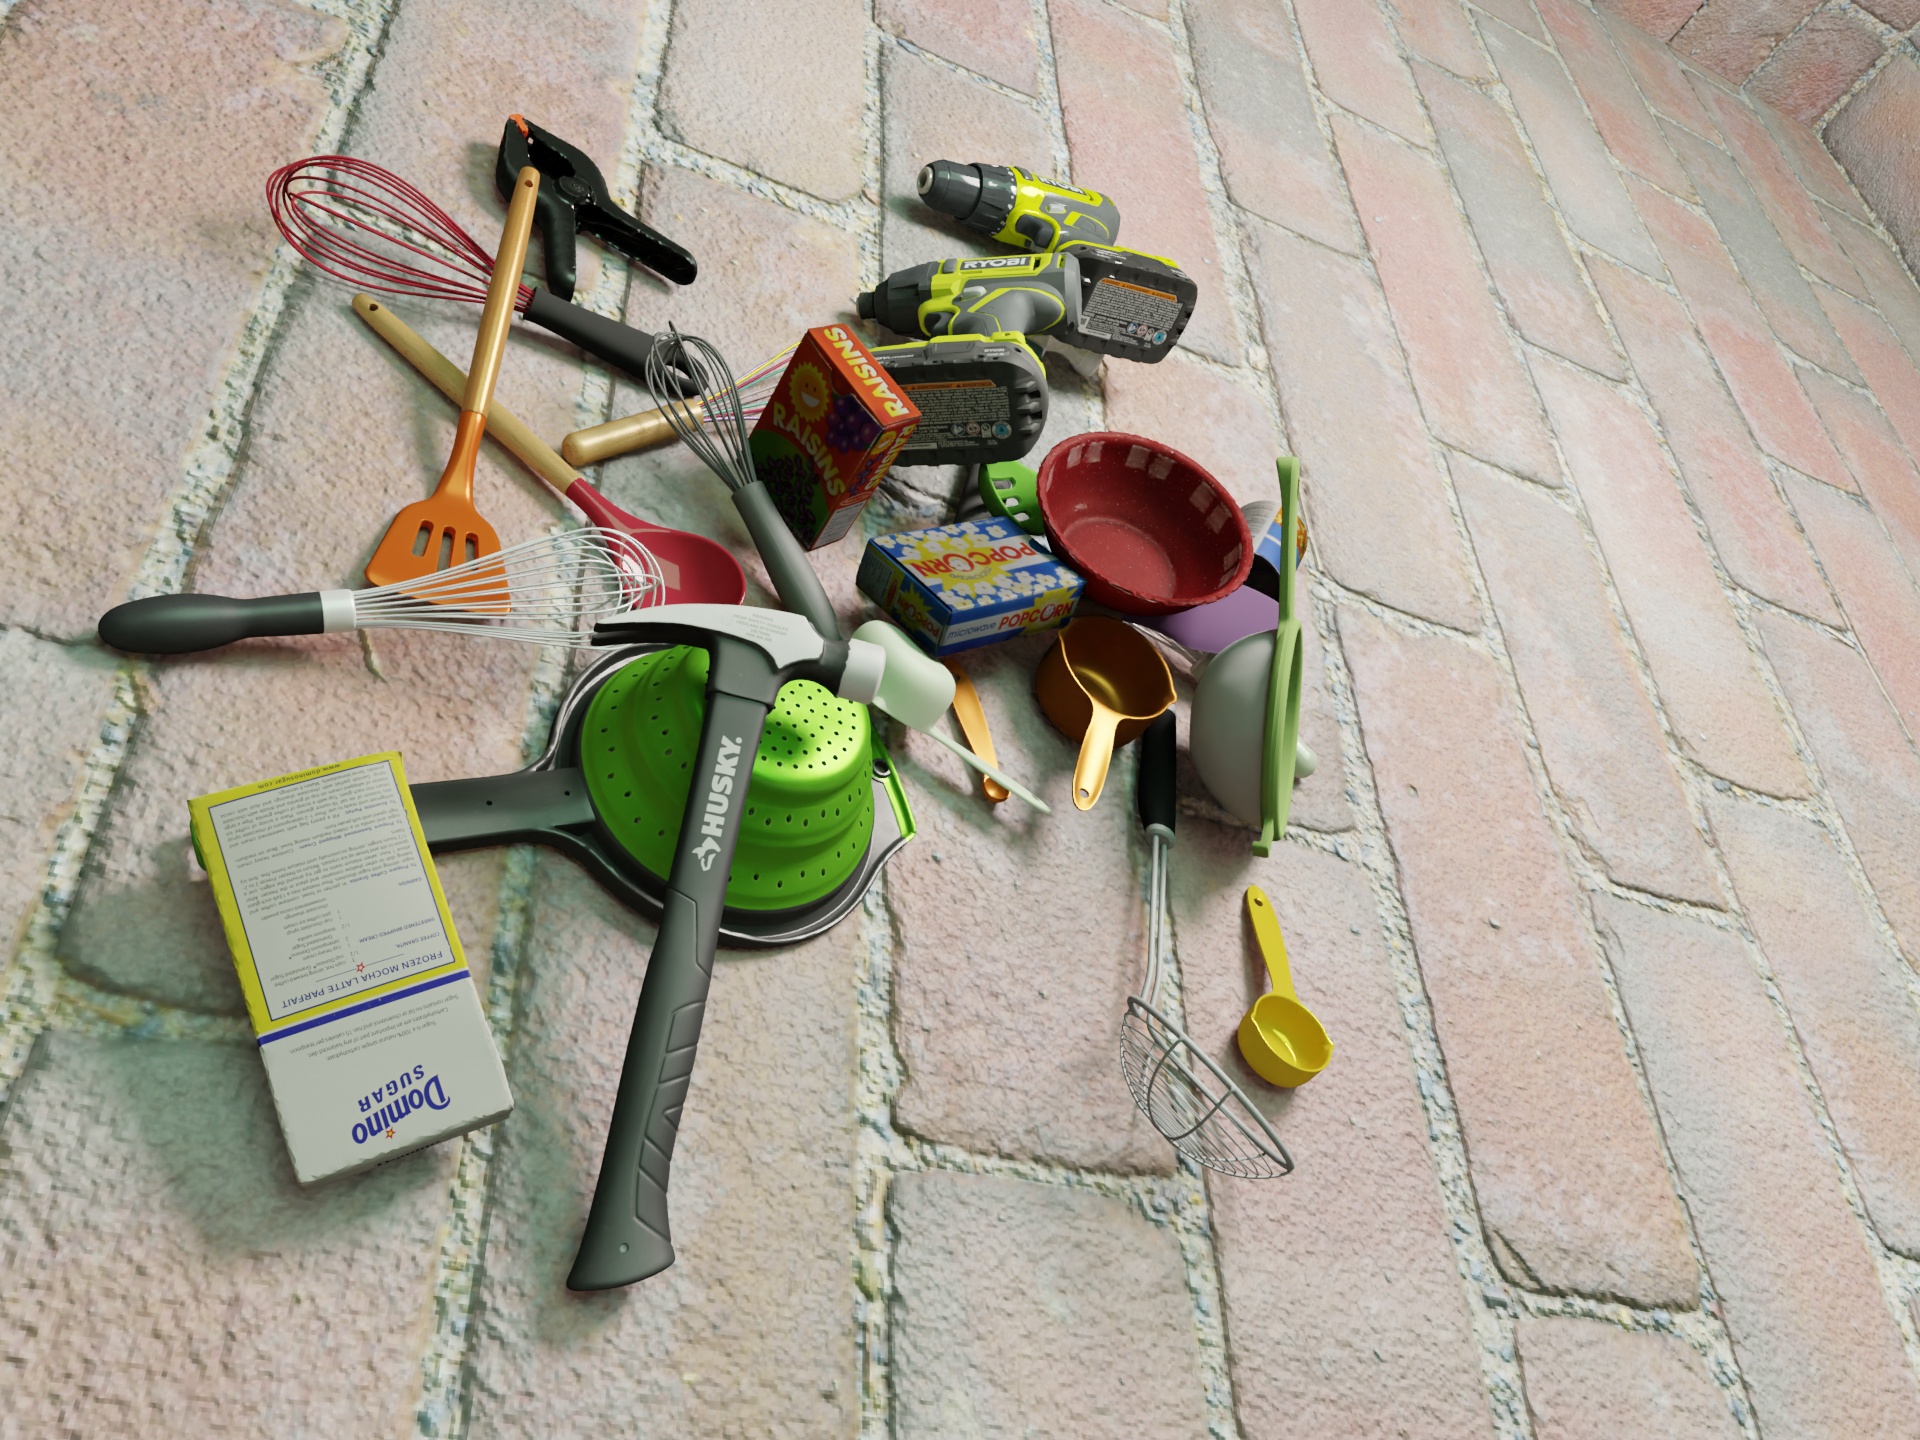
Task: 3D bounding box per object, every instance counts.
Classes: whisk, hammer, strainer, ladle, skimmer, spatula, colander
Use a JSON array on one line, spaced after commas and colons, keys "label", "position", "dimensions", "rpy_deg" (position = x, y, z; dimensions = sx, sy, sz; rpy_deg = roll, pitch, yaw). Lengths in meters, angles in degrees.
[{"label": "whisk", "position": [-0.165, -0.216, 1.075], "dimensions": [0.051, 0.047, 0.245], "rpy_deg": [39, 44, 26]}, {"label": "hammer", "position": [-0.136, 0.099, 0.762], "dimensions": [0.146, 0.035, 0.335], "rpy_deg": [14, 70, -13]}, {"label": "strainer", "position": [0.189, -0.047, 1.055], "dimensions": [0.069, 0.256, 0.151], "rpy_deg": [4, 17, 16]}, {"label": "ladle", "position": [-0.258, -0.160, 0.978], "dimensions": [0.315, 0.031, 0.069], "rpy_deg": [41, 61, 5]}, {"label": "hammer", "position": [0.034, -0.223, 1.218], "dimensions": [0.128, 0.033, 0.331], "rpy_deg": [27, 45, -13]}, {"label": "skimmer", "position": [0.150, 0.112, 0.982], "dimensions": [0.127, 0.090, 0.364], "rpy_deg": [53, 30, -36]}, {"label": "whisk", "position": [0.171, -0.050, 1.165], "dimensions": [0.059, 0.058, 0.246], "rpy_deg": [-43, 87, -12]}, {"label": "whisk", "position": [-0.297, -0.280, 1.030], "dimensions": [0.295, 0.073, 0.073], "rpy_deg": [22, 46, -26]}, {"label": "spatula", "position": [-0.285, -0.207, 0.955], "dimensions": [0.081, 0.041, 0.323], "rpy_deg": [15, 66, -23]}, {"label": "whisk", "position": [-0.295, -0.059, 0.840], "dimensions": [0.284, 0.070, 0.070], "rpy_deg": [-8, 60, -26]}, {"label": "whisk", "position": [-0.134, -0.146, 1.010], "dimensions": [0.055, 0.055, 0.239], "rpy_deg": [-26, 87, -44]}, {"label": "colander", "position": [-0.181, 0.022, 0.831], "dimensions": [0.397, 0.094, 0.205], "rpy_deg": [-6, 59, -37]}, {"label": "spatula", "position": [0.088, -0.082, 1.112], "dimensions": [0.315, 0.018, 0.060], "rpy_deg": [4, 68, -18]}]

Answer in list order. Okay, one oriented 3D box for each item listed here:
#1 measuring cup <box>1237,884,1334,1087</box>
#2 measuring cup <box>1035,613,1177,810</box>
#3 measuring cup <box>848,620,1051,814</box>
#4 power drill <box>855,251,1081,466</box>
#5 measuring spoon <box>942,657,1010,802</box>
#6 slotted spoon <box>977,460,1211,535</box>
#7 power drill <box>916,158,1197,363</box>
[{"label": "measuring cup", "position": [0.196, 0.169, 1.020], "dimensions": [0.062, 0.029, 0.157], "rpy_deg": [21, 35, -18]}, {"label": "measuring cup", "position": [0.084, 0.006, 1.053], "dimensions": [0.095, 0.052, 0.174], "rpy_deg": [29, 46, -11]}, {"label": "measuring cup", "position": [-0.002, -0.003, 0.985], "dimensions": [0.167, 0.038, 0.083], "rpy_deg": [37, 10, -4]}, {"label": "power drill", "position": [-0.005, -0.270, 1.148], "dimensions": [0.171, 0.080, 0.223], "rpy_deg": [-1, 37, 10]}, {"label": "measuring spoon", "position": [0.007, 0.007, 1.033], "dimensions": [0.021, 0.011, 0.117], "rpy_deg": [2, 51, -30]}, {"label": "slotted spoon", "position": [0.110, -0.176, 1.209], "dimensions": [0.313, 0.031, 0.070], "rpy_deg": [-13, 75, -50]}, {"label": "power drill", "position": [0.079, -0.397, 1.333], "dimensions": [0.190, 0.080, 0.229], "rpy_deg": [4, 37, -33]}]
